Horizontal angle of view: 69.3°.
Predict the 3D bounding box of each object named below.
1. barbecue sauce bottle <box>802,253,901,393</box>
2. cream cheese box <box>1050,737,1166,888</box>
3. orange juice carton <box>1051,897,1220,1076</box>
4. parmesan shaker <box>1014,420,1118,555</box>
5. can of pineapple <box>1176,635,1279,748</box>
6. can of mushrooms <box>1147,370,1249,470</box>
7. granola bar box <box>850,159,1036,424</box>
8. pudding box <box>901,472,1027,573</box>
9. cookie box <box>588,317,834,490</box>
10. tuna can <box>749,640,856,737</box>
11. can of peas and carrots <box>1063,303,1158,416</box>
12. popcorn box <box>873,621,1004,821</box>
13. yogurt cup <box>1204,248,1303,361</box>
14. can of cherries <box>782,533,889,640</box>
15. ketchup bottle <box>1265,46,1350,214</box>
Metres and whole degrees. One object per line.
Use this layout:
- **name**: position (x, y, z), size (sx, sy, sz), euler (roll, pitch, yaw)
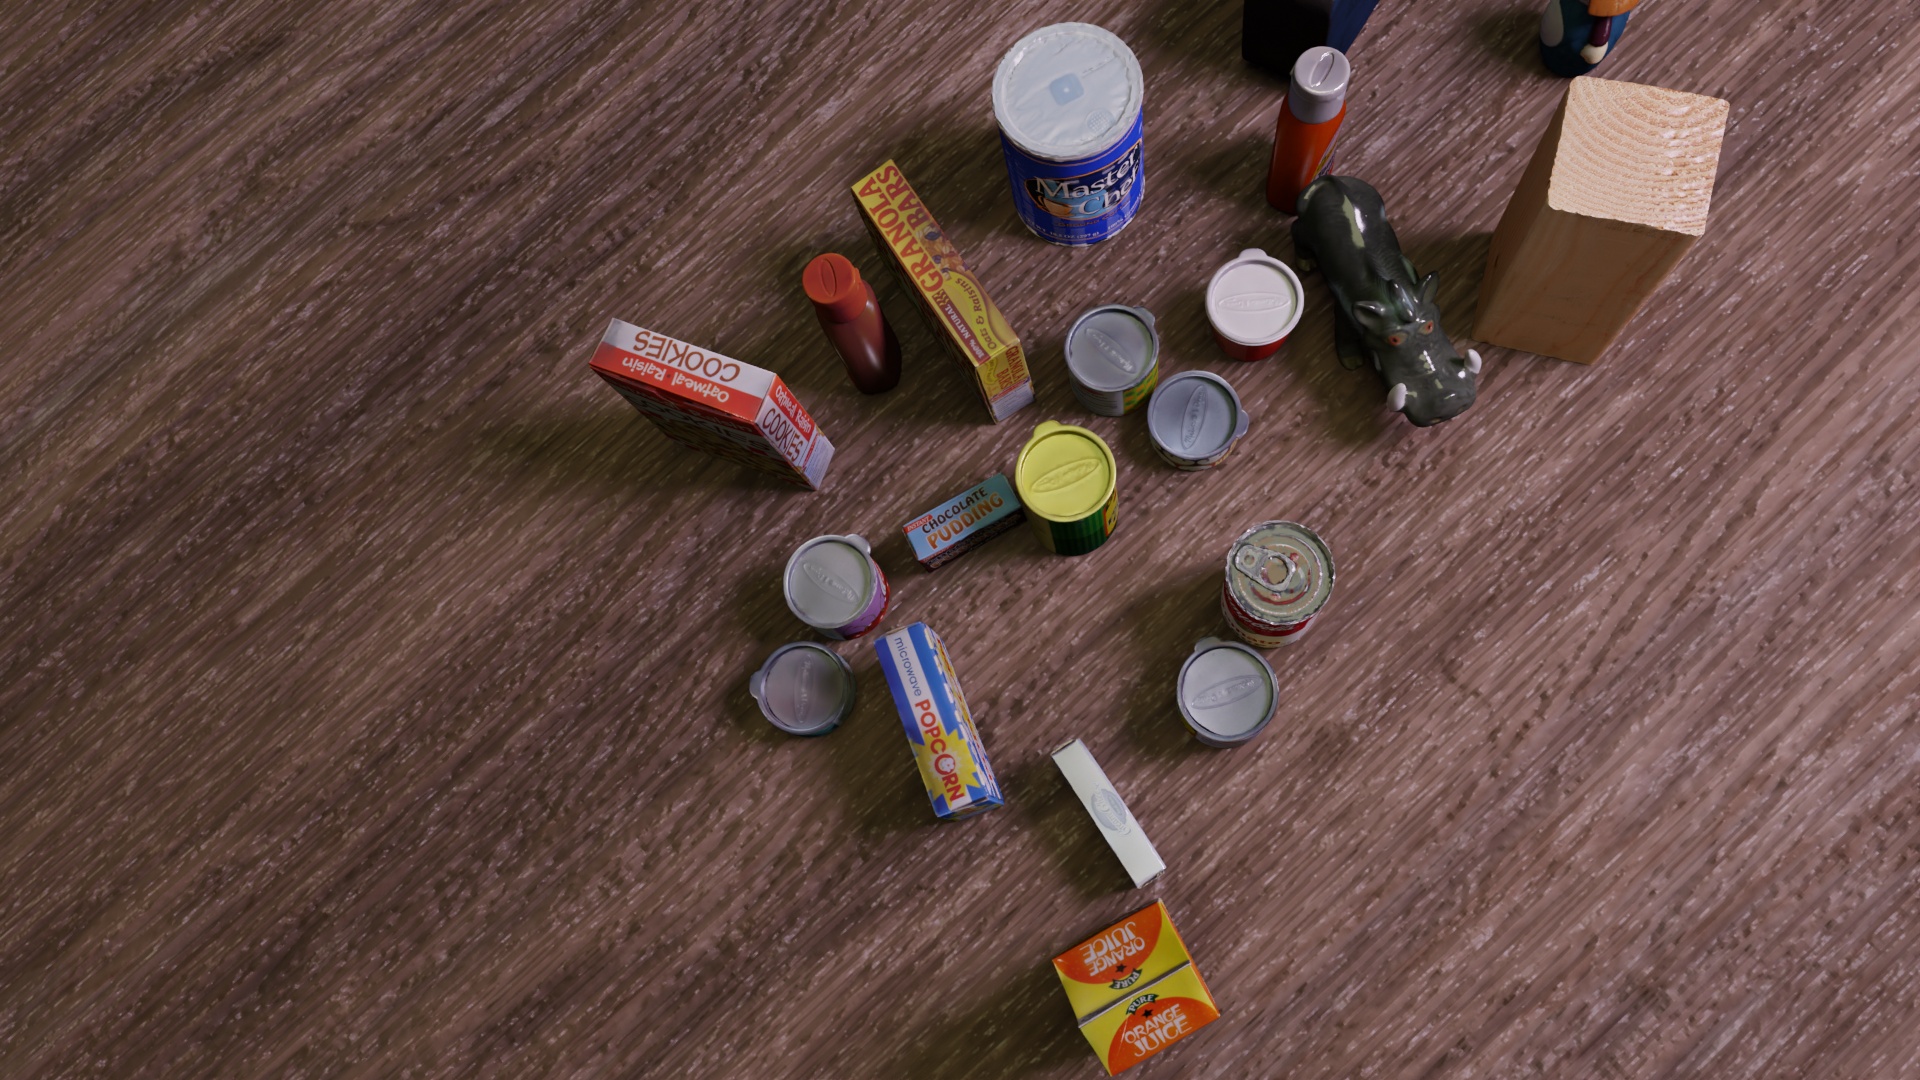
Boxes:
- **barbecue sauce bottle**: position (-0.076, -0.156, 0.984), size (0.044, 0.148, 0.065), euler (-14, 75, 5)
- **cream cheese box**: position (0.099, 0.182, 0.925), size (0.024, 0.053, 0.104), euler (-34, 74, -1)
- **orange juice carton**: position (0.106, 0.264, 0.831), size (0.072, 0.192, 0.073), euler (-28, 74, 1)
- **parmesan shaker**: position (0.075, -0.035, 0.956), size (0.071, 0.103, 0.071), euler (-2, 76, 8)
- **can of pineapple**: position (0.178, 0.102, 0.931), size (0.071, 0.057, 0.071), euler (-2, 76, 8)
- **can of mushrooms**: position (0.169, -0.084, 0.992), size (0.071, 0.033, 0.071), euler (-2, 76, 8)
- **granola bar box**: position (-0.011, -0.173, 0.992), size (0.039, 0.124, 0.166), euler (-33, 74, -1)
- **pudding box**: position (0.004, -0.012, 0.988), size (0.084, 0.049, 0.030), euler (-28, 74, 0)
- **cookie box**: position (-0.168, -0.090, 0.971), size (0.123, 0.167, 0.040), euler (19, 80, 12)
- **tuna can**: position (-0.111, 0.106, 0.984), size (0.071, 0.032, 0.071), euler (-2, 76, 8)
- **can of peas and carrots**: position (0.111, -0.131, 0.998), size (0.071, 0.058, 0.071), euler (-2, 76, 8)
- **popcorn box**: position (-0.014, 0.124, 0.938), size (0.038, 0.085, 0.127), euler (-22, 74, 2)
- **yogurt cup**: position (0.209, -0.163, 0.995), size (0.072, 0.054, 0.072), euler (-2, 76, 8)
- **can of cherries**: position (-0.085, 0.033, 0.985), size (0.071, 0.058, 0.071), euler (-2, 76, 8)
- **ketchup bottle**: position (0.244, -0.289, 0.973), size (0.043, 0.148, 0.065), euler (26, 82, 13)
